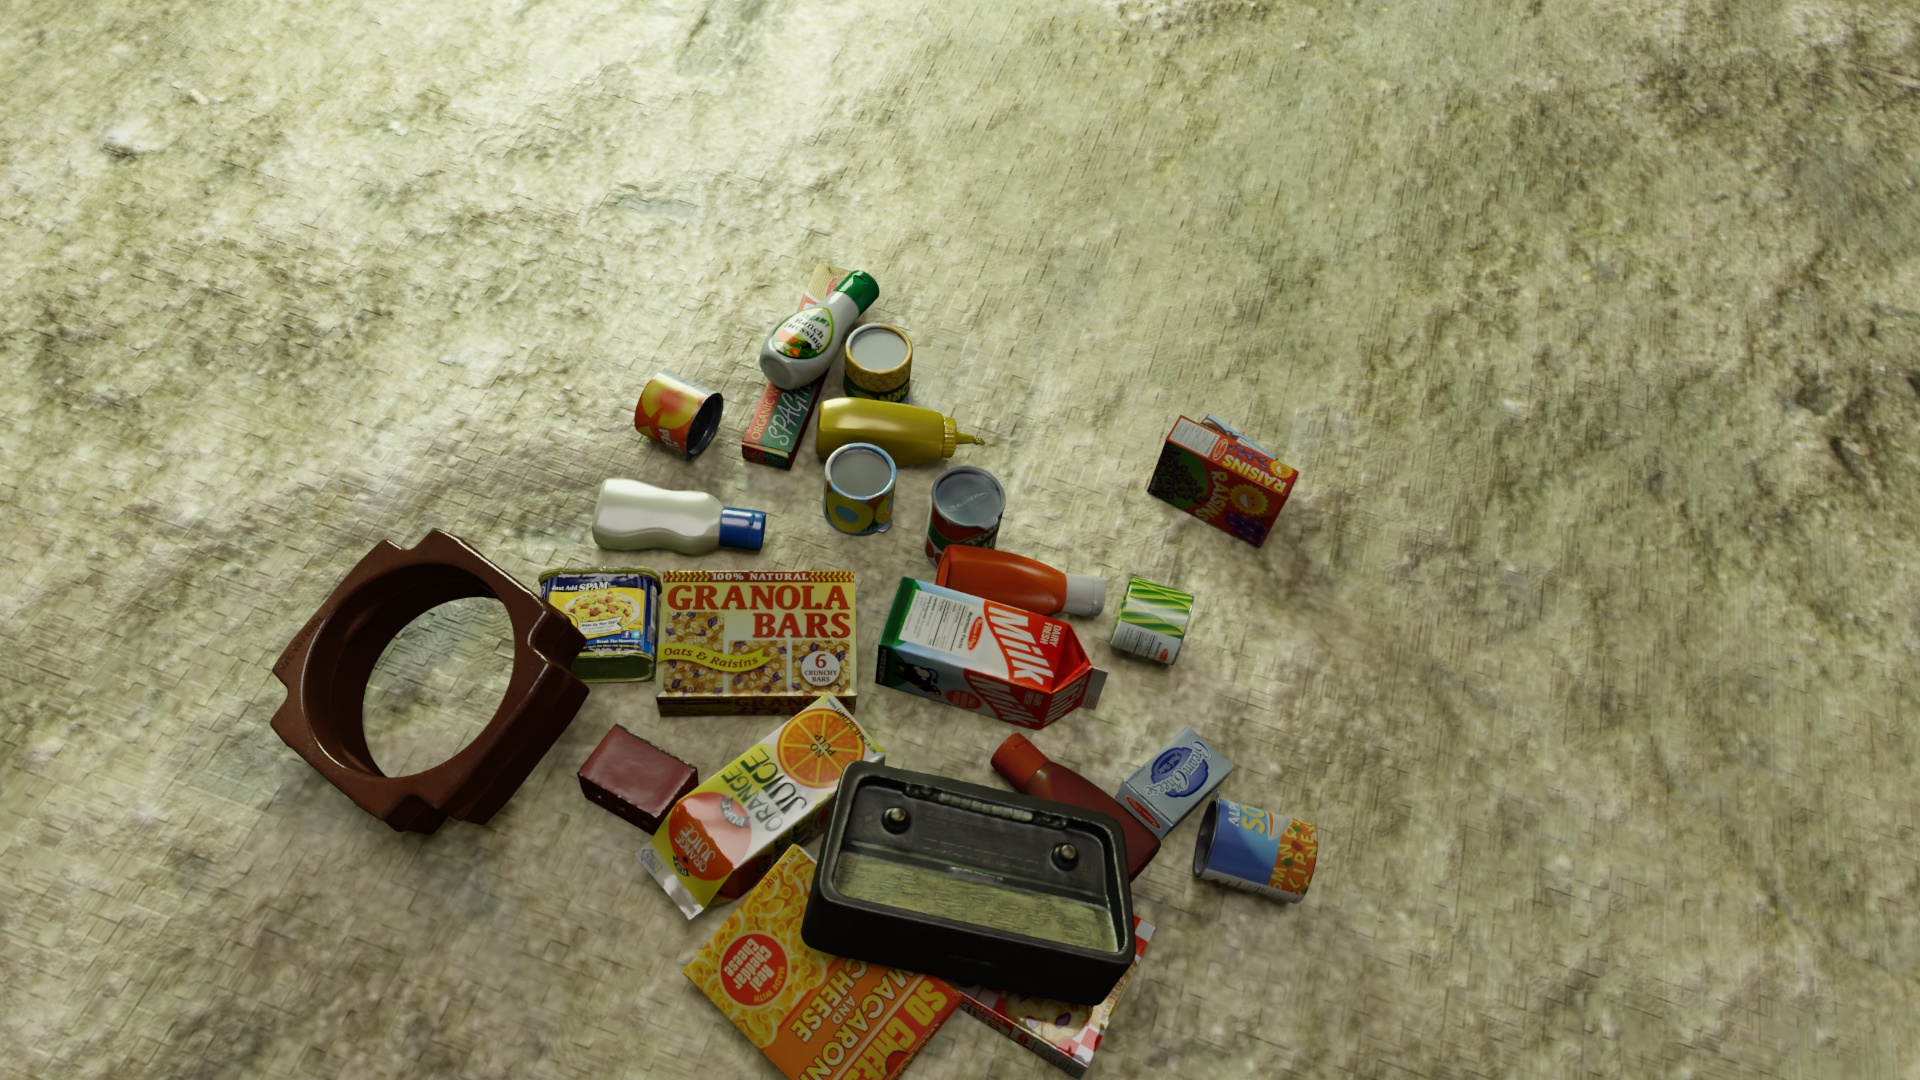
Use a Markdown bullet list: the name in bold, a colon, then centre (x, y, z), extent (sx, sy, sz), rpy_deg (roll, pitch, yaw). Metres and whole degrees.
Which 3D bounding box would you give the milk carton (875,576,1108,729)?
- **milk carton**: centre (0.029, 0.102, 1.185), extent (0.191, 0.072, 0.074), rpy_deg (15, 56, 4)

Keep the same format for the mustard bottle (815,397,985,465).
- **mustard bottle**: centre (-0.056, -0.100, 1.317), extent (0.160, 0.065, 0.049), rpy_deg (4, 61, -12)

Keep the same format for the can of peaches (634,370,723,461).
- **can of peaches**: centre (-0.264, -0.117, 1.298), extent (0.058, 0.071, 0.071), rpy_deg (25, 57, 9)

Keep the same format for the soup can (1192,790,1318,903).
- **soup can**: centre (0.237, 0.246, 1.117), extent (0.084, 0.071, 0.072), rpy_deg (15, 56, 2)

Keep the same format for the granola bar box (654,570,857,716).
- **granola bar box**: centre (-0.172, 0.087, 1.188), extent (0.166, 0.038, 0.125), rpy_deg (0, 57, -7)

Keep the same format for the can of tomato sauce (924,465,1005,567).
- **can of tomato sauce**: centre (0.004, -0.016, 1.253), extent (0.071, 0.082, 0.071), rpy_deg (3, 56, -5)

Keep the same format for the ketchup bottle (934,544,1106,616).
- **ketchup bottle**: centre (0.054, 0.043, 1.236), extent (0.149, 0.064, 0.044), rpy_deg (7, 31, -13)

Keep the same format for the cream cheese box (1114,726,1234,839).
- **cream cheese box**: centre (0.178, 0.199, 1.149), extent (0.053, 0.024, 0.104), rpy_deg (41, 42, 20)

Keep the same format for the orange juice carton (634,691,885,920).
- **orange juice carton**: centre (-0.154, 0.211, 1.087), extent (0.193, 0.072, 0.072), rpy_deg (-35, 67, -26)

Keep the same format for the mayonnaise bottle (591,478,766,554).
- **mayonnaise bottle**: centre (-0.251, -0.017, 1.248), extent (0.148, 0.041, 0.065), rpy_deg (8, 57, -4)

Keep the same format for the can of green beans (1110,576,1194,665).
- **can of green beans**: centre (0.169, 0.071, 1.227), extent (0.058, 0.071, 0.071), rpy_deg (17, 56, 5)

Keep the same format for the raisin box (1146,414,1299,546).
- **raisin box**: centre (0.246, -0.055, 1.310), extent (0.123, 0.085, 0.040), rpy_deg (27, 56, 11)

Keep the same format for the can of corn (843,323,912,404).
- **can of corn**: centre (-0.079, -0.169, 1.360), extent (0.071, 0.058, 0.071), rpy_deg (3, 56, -5)

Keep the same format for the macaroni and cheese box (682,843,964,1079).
- **macaroni and cheese box**: centre (-0.100, 0.325, 1.015), extent (0.167, 0.040, 0.124), rpy_deg (38, 81, 18)

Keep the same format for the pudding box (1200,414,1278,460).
- **pudding box**: centre (0.262, -0.081, 1.363), extent (0.084, 0.030, 0.050), rpy_deg (35, 60, 16)

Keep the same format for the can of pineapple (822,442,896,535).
- **can of pineapple**: centre (-0.091, -0.047, 1.277), extent (0.071, 0.057, 0.071), rpy_deg (4, 56, -5)

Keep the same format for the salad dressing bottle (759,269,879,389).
- **salad dressing bottle**: centre (-0.135, -0.208, 1.352), extent (0.064, 0.043, 0.148), rpy_deg (31, 57, 13)

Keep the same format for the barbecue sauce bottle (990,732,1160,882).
- **barbecue sauce bottle**: centre (0.089, 0.218, 1.131), extent (0.149, 0.043, 0.065), rpy_deg (41, 47, 20)

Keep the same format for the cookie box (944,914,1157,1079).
- **cookie box**: centre (0.048, 0.311, 1.066), extent (0.167, 0.040, 0.123), rpy_deg (28, 57, 11)

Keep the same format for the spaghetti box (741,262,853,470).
- **spaghetti box**: centre (-0.155, -0.175, 1.372), extent (0.050, 0.028, 0.251), rpy_deg (15, 56, 2)
